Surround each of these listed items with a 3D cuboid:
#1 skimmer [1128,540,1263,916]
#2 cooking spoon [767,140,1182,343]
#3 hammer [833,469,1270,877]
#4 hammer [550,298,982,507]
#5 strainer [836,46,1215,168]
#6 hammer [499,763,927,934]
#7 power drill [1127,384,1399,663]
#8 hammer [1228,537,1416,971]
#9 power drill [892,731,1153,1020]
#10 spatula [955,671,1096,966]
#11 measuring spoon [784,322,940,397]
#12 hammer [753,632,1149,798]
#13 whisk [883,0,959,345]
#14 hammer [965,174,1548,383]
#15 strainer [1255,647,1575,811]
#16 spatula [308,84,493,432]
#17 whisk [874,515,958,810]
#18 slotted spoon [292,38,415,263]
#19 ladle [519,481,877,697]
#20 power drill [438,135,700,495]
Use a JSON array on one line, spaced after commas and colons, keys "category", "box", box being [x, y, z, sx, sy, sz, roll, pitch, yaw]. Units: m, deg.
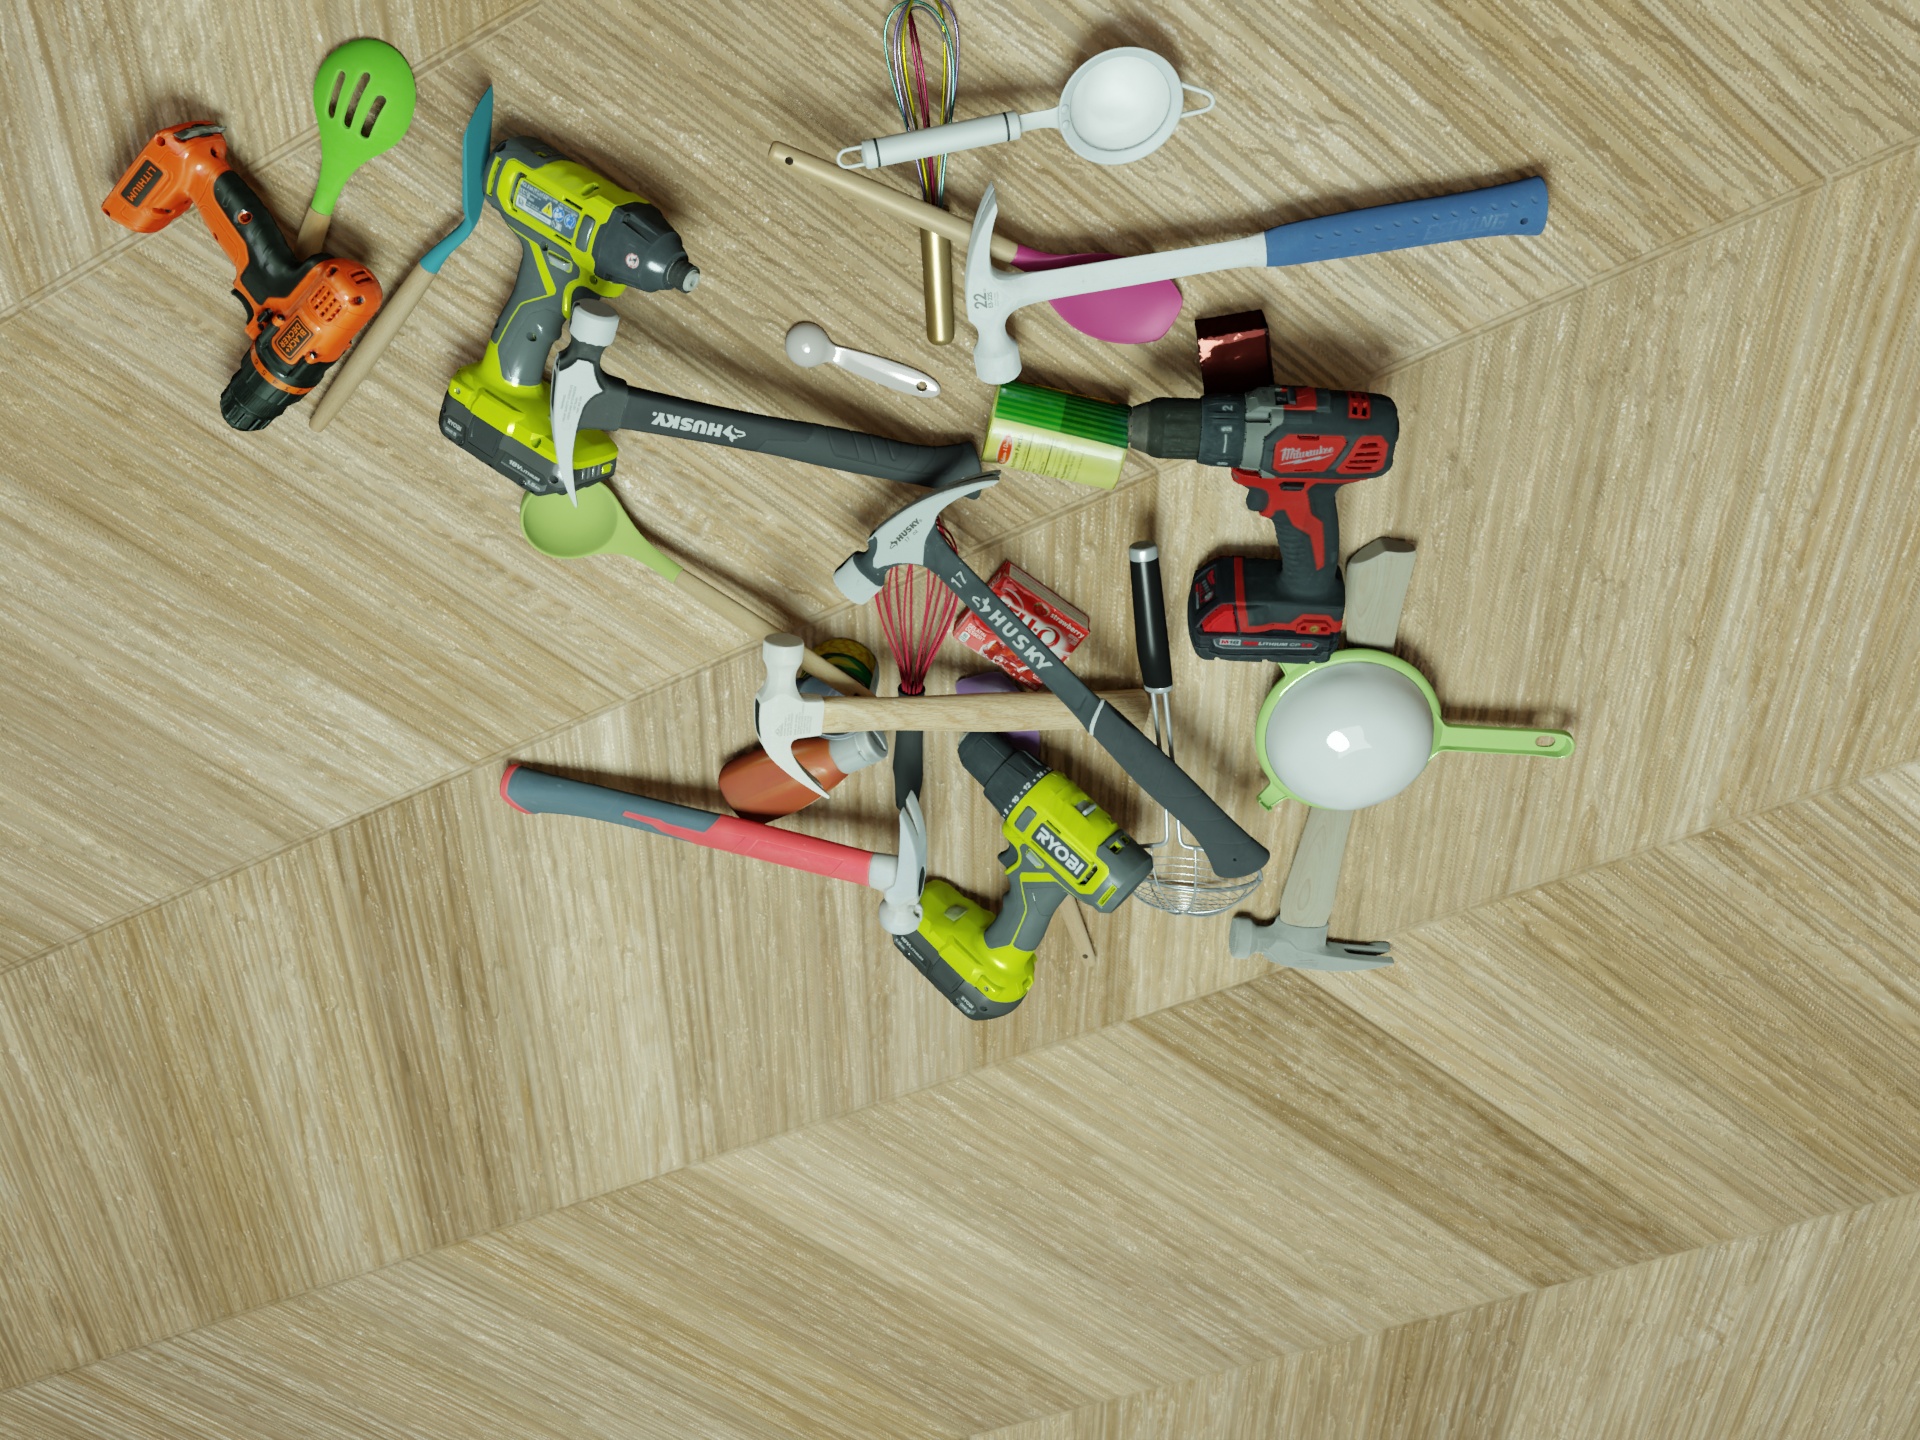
[{"category": "skimmer", "box": [0.175, 0.014, 1.310, 0.127, 0.090, 0.363, 1, 118, 22]}, {"category": "cooking spoon", "box": [0.015, -0.341, 1.127, 0.318, 0.017, 0.068, 17, 131, -20]}, {"category": "hammer", "box": [0.096, -0.021, 1.233, 0.149, 0.036, 0.408, -41, 105, 21]}, {"category": "hammer", "box": [-0.136, -0.204, 1.175, 0.334, 0.035, 0.146, 7, 125, -25]}, {"category": "strainer", "box": [0.042, -0.408, 1.080, 0.258, 0.050, 0.086, -13, 142, -4]}, {"category": "hammer", "box": [-0.216, 0.082, 1.363, 0.386, 0.038, 0.143, 13, 131, 11]}, {"category": "power drill", "box": [0.214, -0.150, 1.182, 0.188, 0.080, 0.226, 3, 137, 4]}, {"category": "hammer", "box": [0.333, 0.041, 1.343, 0.146, 0.038, 0.410, 6, 120, 0]}, {"category": "power drill", "box": [0.035, 0.132, 1.370, 0.191, 0.080, 0.228, 43, 125, 13]}, {"category": "spatula", "box": [0.070, 0.093, 1.405, 0.060, 0.018, 0.315, -12, 117, 17]}, {"category": "measuring spoon", "box": [-0.074, -0.268, 1.208, 0.124, 0.018, 0.034, 18, 120, -6]}, {"category": "hammer", "box": [-0.002, -0.004, 1.278, 0.331, 0.031, 0.130, -1, 114, -20]}, {"category": "whisk", "box": [-0.023, -0.384, 1.125, 0.051, 0.047, 0.244, -1, 123, 4]}, {"category": "hammer", "box": [0.202, -0.333, 1.113, 0.405, 0.035, 0.143, -9, 135, 3]}, {"category": "strainer", "box": [0.368, 0.025, 1.272, 0.256, 0.069, 0.151, 3, 120, 2]}, {"category": "spatula", "box": [-0.419, -0.328, 1.186, 0.044, 0.082, 0.317, 33, 124, -26]}, {"category": "whisk", "box": [-0.040, -0.042, 1.315, 0.073, 0.073, 0.295, 5, 125, 2]}, {"category": "slotted spoon", "box": [-0.483, -0.358, 1.188, 0.070, 0.031, 0.313, 29, 120, -10]}, {"category": "ladle", "box": [-0.206, -0.097, 1.264, 0.320, 0.062, 0.078, 33, 116, 0]}, {"category": "power drill", "box": [-0.288, -0.285, 1.162, 0.171, 0.080, 0.223, 33, 120, 12]}]
